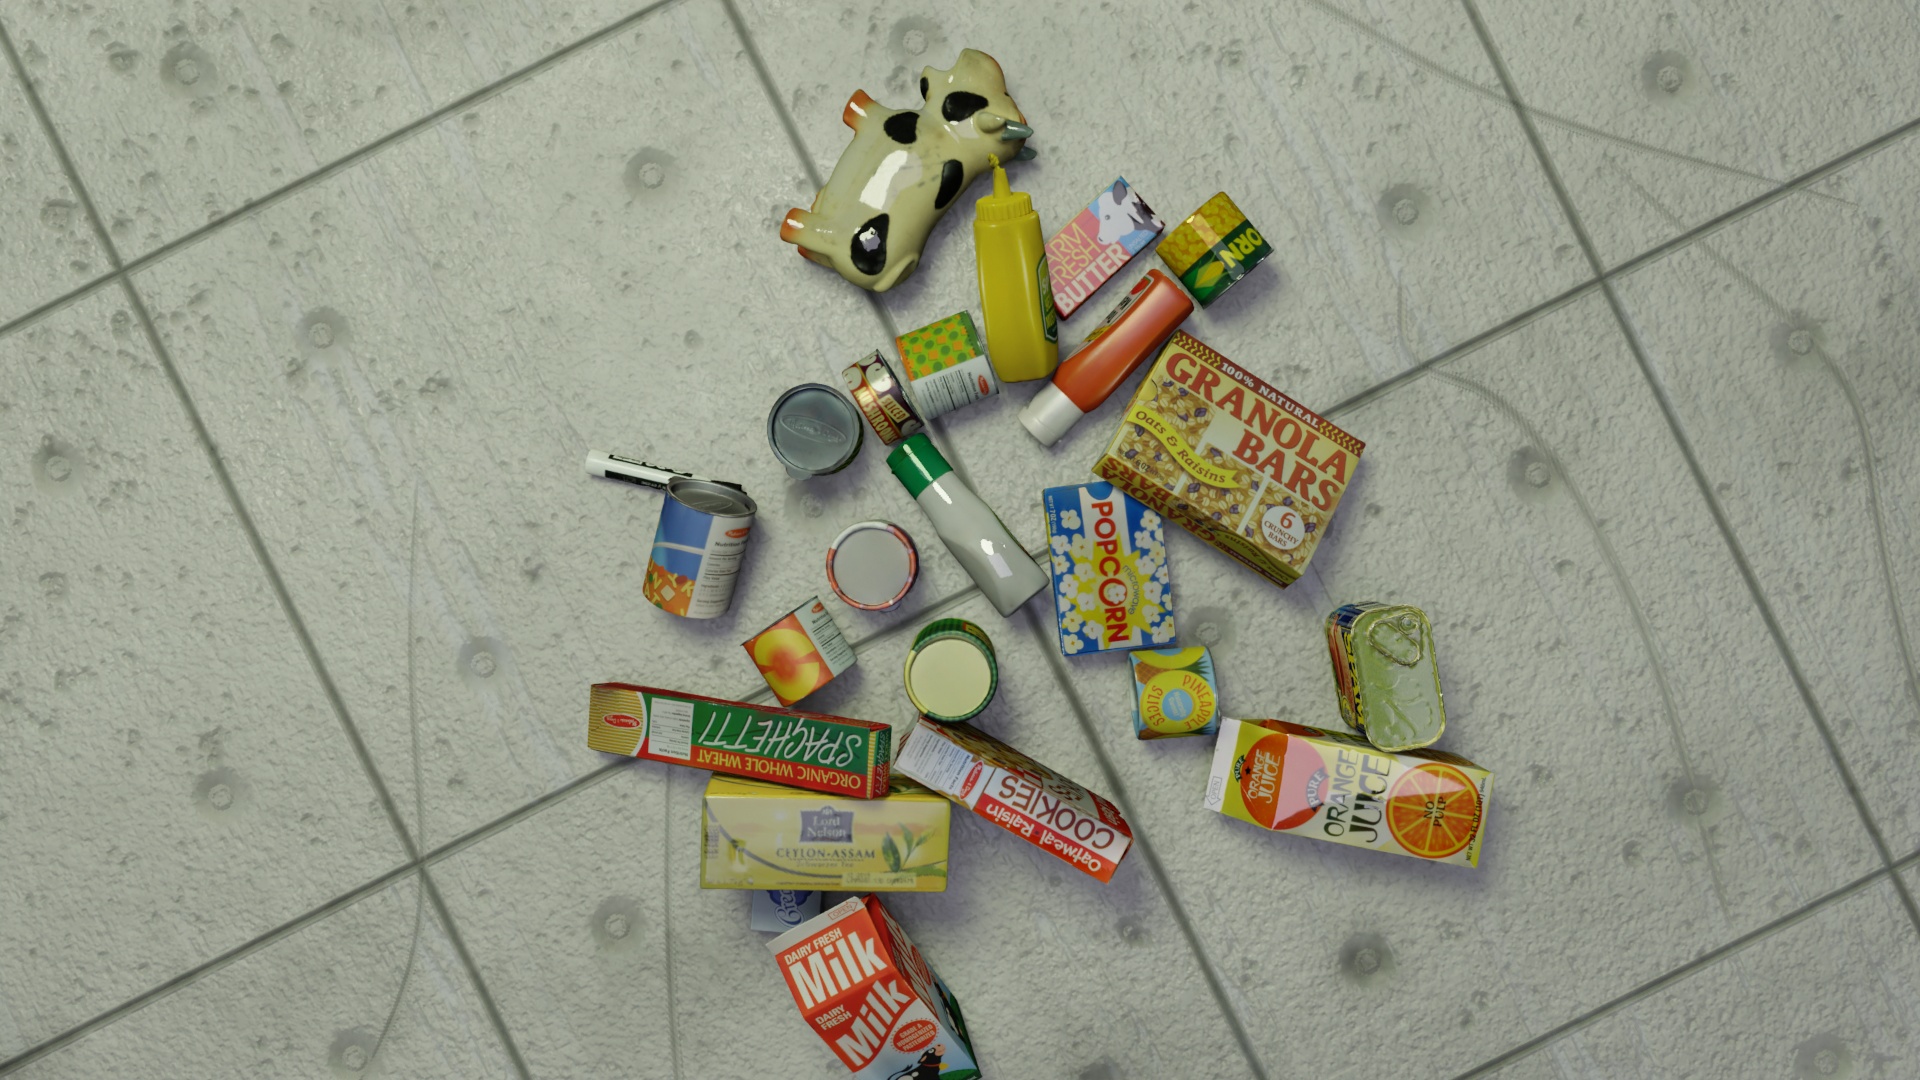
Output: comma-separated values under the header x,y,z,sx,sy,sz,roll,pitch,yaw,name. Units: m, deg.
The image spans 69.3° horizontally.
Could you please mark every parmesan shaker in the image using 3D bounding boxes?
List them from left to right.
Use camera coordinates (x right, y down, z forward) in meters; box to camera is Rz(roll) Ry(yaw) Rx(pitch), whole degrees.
x,y,z,sx,sy,sz,roll,pitch,yaw,name
-0.005,0.095,1.001,0.071,0.103,0.071,0,91,0,parmesan shaker

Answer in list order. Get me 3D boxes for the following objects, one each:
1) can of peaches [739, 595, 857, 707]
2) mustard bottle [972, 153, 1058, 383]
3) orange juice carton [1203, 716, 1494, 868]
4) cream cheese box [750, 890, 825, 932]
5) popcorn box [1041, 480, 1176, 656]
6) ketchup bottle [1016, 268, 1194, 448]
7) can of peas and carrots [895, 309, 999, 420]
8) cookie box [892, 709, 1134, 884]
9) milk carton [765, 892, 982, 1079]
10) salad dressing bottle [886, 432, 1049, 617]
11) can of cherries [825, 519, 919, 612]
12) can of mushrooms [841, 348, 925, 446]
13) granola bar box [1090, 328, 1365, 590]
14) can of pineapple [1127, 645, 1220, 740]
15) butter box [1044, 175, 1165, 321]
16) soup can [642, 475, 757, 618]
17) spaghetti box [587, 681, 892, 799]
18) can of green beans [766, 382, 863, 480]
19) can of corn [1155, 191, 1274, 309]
x,y,z,sx,sy,sz,roll,pitch,yaw,name
-0.119,0.083,1.020,0.071,0.071,0.058,-33,91,0,can of peaches
0.037,-0.195,0.989,0.049,0.065,0.159,-3,115,15,mustard bottle
0.279,0.180,1.018,0.193,0.073,0.071,11,91,0,orange juice carton
-0.127,0.241,1.042,0.053,0.024,0.103,4,90,1,cream cheese box
0.110,0.019,1.033,0.085,0.038,0.126,-7,91,1,popcorn box
0.105,-0.132,1.022,0.043,0.065,0.148,43,99,-6,ketchup bottle
-0.011,-0.130,1.019,0.059,0.071,0.071,-21,91,1,can of peas and carrots
0.036,0.175,0.992,0.167,0.123,0.040,29,90,0,cookie box
-0.061,0.317,0.972,0.072,0.074,0.189,-29,125,1,milk carton
0.004,-0.013,1.023,0.044,0.064,0.148,-38,83,-10,salad dressing bottle
-0.062,0.020,1.022,0.071,0.058,0.071,0,90,0,can of cherries
-0.056,-0.103,1.015,0.033,0.071,0.071,-31,91,2,can of mushrooms
0.196,-0.061,1.010,0.165,0.039,0.125,32,66,0,granola bar box
0.156,0.112,1.018,0.058,0.071,0.071,-5,91,1,can of pineapple
0.098,-0.217,1.037,0.103,0.024,0.053,-43,90,0,butter box
-0.192,0.005,1.010,0.071,0.071,0.083,18,108,0,soup can
-0.160,0.139,0.983,0.250,0.029,0.050,5,91,28,spaghetti box
-0.106,-0.080,1.021,0.071,0.058,0.071,0,91,0,can of green beans
0.186,-0.213,1.015,0.071,0.071,0.058,-40,90,1,can of corn
